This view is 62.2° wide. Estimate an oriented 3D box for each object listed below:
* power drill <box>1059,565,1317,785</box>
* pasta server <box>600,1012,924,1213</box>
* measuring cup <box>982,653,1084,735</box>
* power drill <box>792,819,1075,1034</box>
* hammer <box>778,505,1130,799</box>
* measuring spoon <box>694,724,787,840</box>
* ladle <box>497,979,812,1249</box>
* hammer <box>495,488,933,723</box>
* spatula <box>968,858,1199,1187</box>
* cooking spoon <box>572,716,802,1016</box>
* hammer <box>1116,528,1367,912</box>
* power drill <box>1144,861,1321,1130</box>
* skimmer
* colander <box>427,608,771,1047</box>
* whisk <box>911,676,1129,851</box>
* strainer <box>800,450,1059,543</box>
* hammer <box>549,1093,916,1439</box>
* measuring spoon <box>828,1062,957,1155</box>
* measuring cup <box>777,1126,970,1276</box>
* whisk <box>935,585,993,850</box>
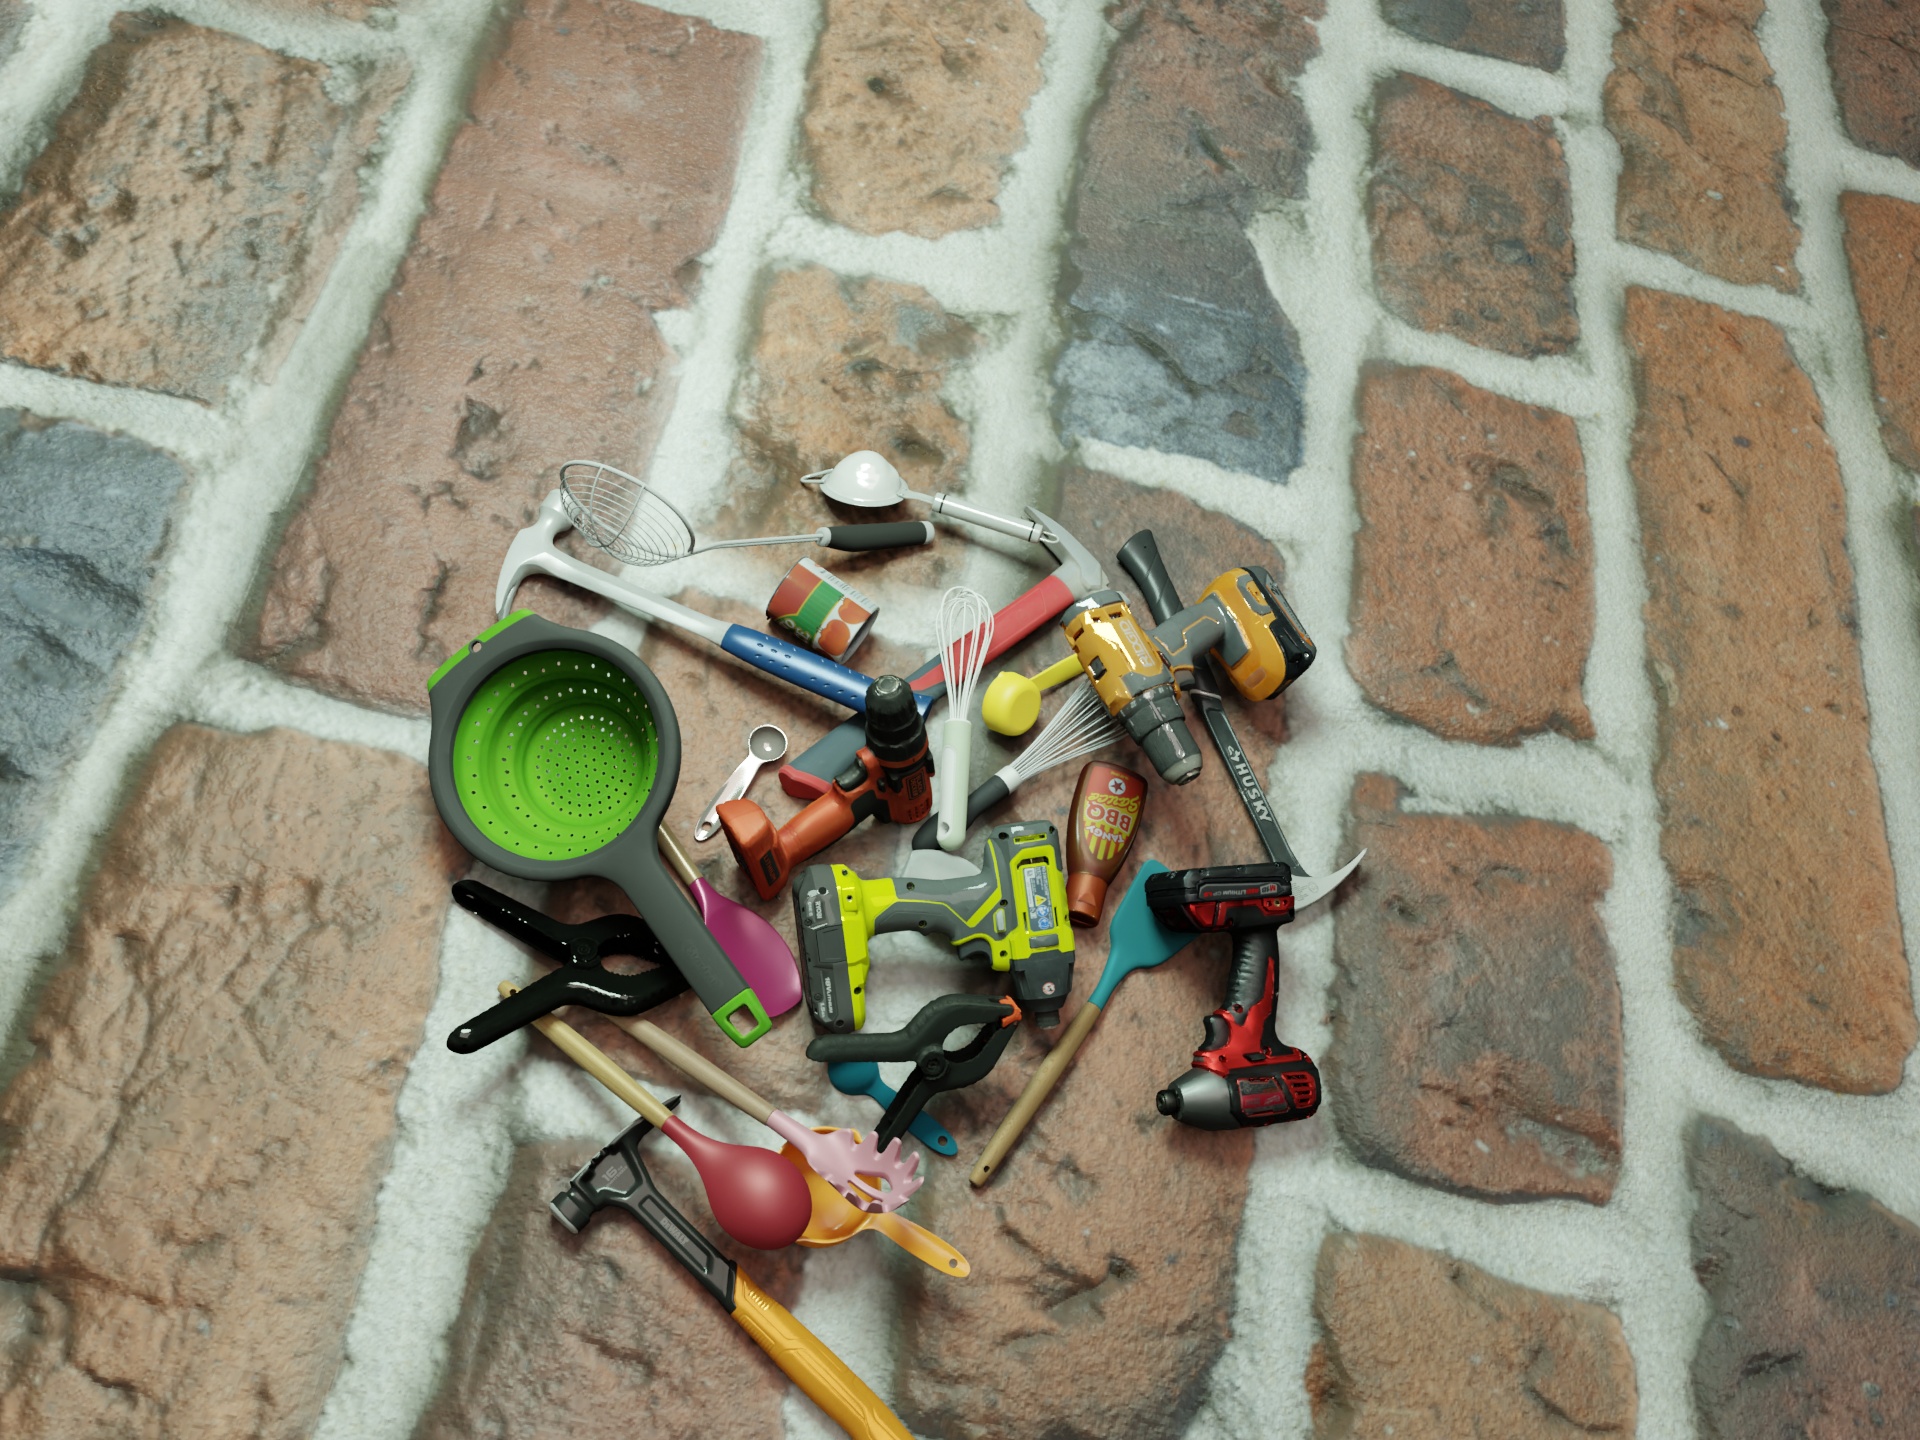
[{"bbox_3d":[0.218,-0.044,1.438,0.226,0.084,0.185,-15,68,-35],"label":"power drill"},{"bbox_3d":[-0.166,0.287,1.226,0.316,0.040,0.060,28,43,20],"label":"pasta server"},{"bbox_3d":[0.086,-0.033,1.479,0.156,0.062,0.029,-28,36,-33],"label":"measuring cup"},{"bbox_3d":[-0.018,0.181,1.307,0.223,0.080,0.171,-7,90,-10],"label":"power drill"},{"bbox_3d":[-0.021,-0.058,1.474,0.386,0.038,0.143,-36,76,-26],"label":"hammer"},{"bbox_3d":[-0.195,0.057,1.392,0.034,0.018,0.124,33,68,4],"label":"measuring spoon"},{"bbox_3d":[-0.242,0.292,1.219,0.315,0.031,0.069,33,62,19],"label":"ladle"},{"bbox_3d":[-0.220,-0.074,1.411,0.405,0.035,0.144,23,62,6],"label":"hammer"},{"bbox_3d":[0.102,0.260,1.344,0.082,0.044,0.317,42,63,-6],"label":"spatula"},{"bbox_3d":[-0.238,0.117,1.346,0.069,0.017,0.319,-26,72,-40],"label":"cooking spoon"},{"bbox_3d":[0.247,-0.007,1.515,0.149,0.036,0.409,-14,68,-20],"label":"hammer"},{"bbox_3d":[0.224,0.234,1.345,0.143,0.078,0.220,-3,82,-20],"label":"power drill"},{"bbox_3d":[-0.180,-0.191,1.435,0.363,0.127,0.090,-8,90,-36],"label":"skimmer"},{"bbox_3d":[-0.273,0.096,1.294,0.204,0.094,0.397,-37,80,-2],"label":"colander"},{"bbox_3d":[0.066,0.035,1.442,0.284,0.070,0.070,-35,77,-21],"label":"whisk"},{"bbox_3d":[-0.027,-0.213,1.525,0.258,0.050,0.087,18,35,3],"label":"strainer"},{"bbox_3d":[-0.150,0.439,1.202,0.337,0.034,0.127,43,64,9],"label":"hammer"},{"bbox_3d":[-0.052,0.309,1.294,0.128,0.021,0.042,37,62,6],"label":"measuring spoon"},{"bbox_3d":[-0.073,0.387,1.236,0.173,0.052,0.095,31,61,1],"label":"measuring cup"},{"bbox_3d":[-0.002,-0.004,1.406,0.059,0.058,0.246,21,64,-40],"label":"whisk"}]
